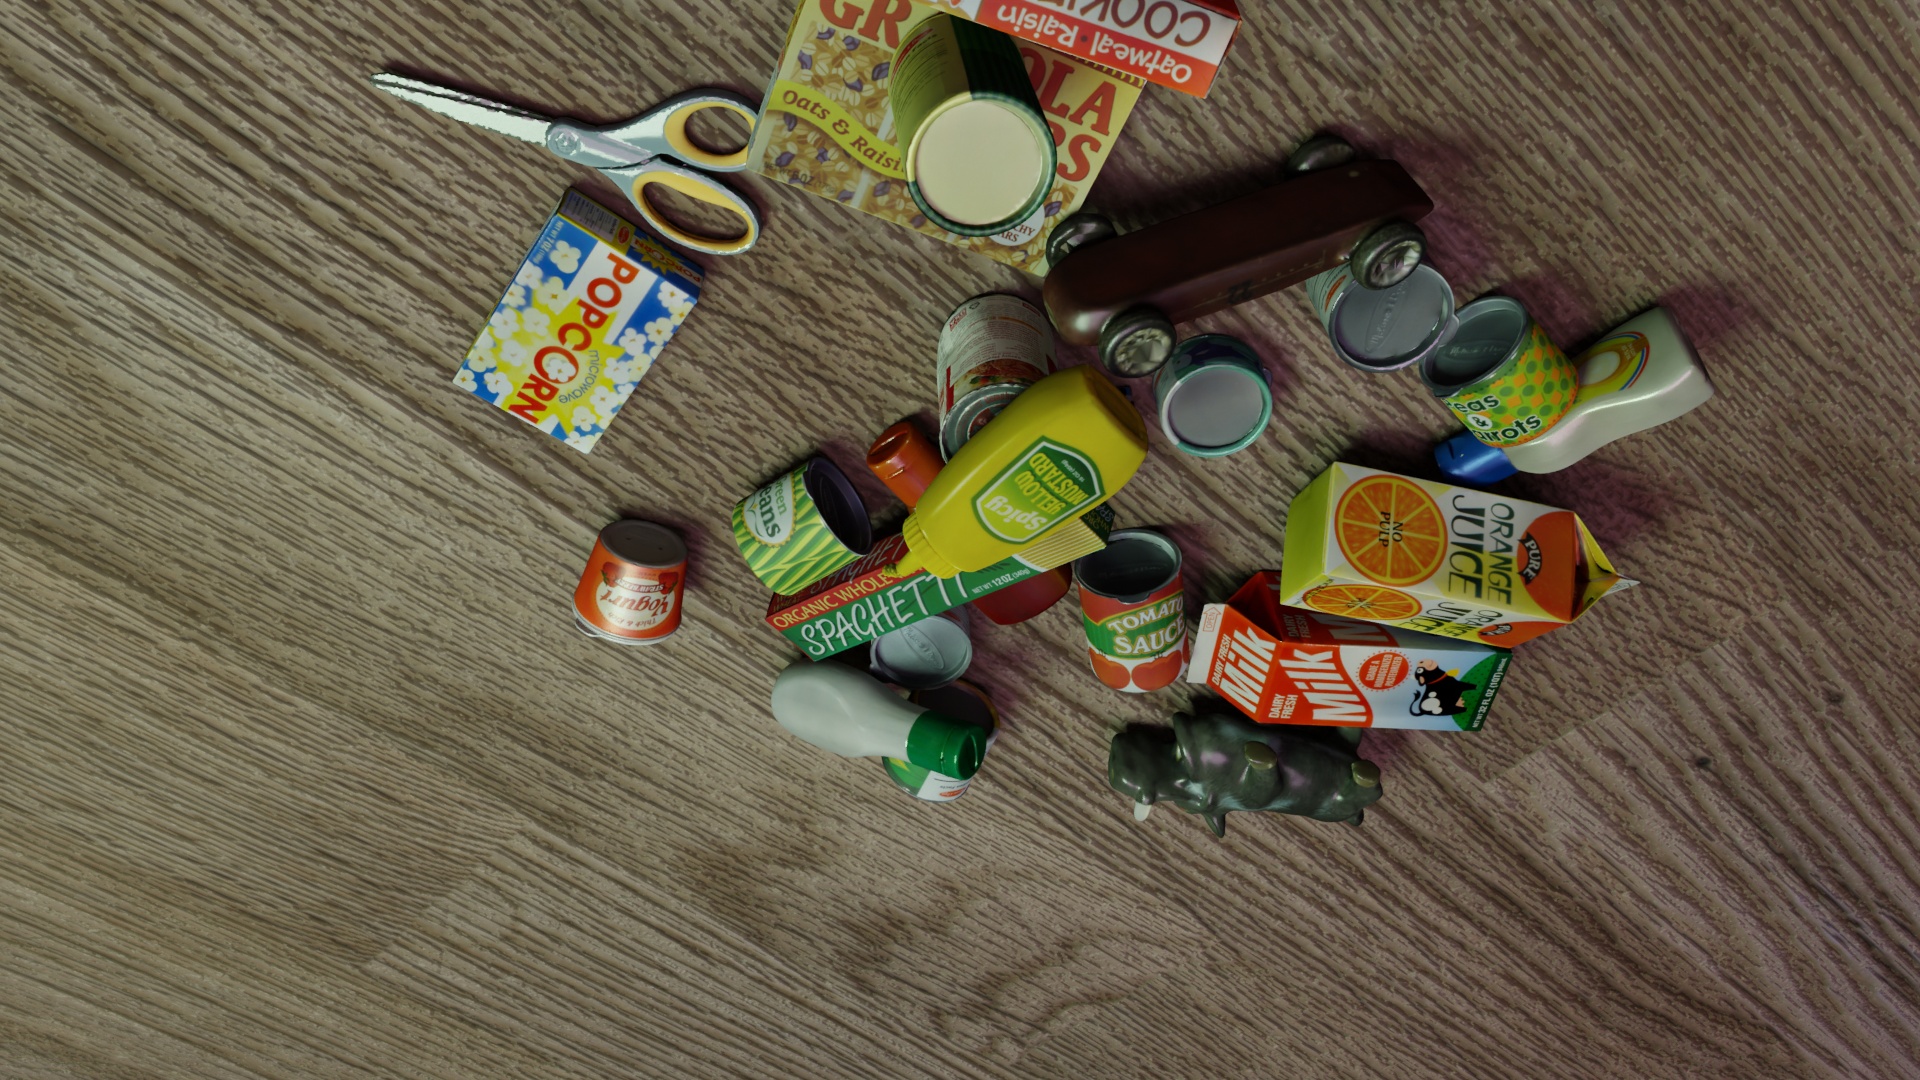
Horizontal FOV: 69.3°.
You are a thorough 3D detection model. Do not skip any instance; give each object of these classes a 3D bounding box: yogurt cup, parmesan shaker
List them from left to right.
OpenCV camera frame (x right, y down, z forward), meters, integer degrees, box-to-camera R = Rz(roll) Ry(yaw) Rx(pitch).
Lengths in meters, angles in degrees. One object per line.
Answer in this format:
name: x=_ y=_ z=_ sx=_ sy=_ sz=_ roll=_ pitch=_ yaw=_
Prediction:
yogurt cup: x=-0.200 y=0.023 z=0.856 sx=0.072 sy=0.073 sz=0.053 roll=14 pitch=118 yaw=-13
parmesan shaker: x=0.002 y=-0.184 z=0.621 sx=0.071 sy=0.103 sz=0.071 roll=-4 pitch=128 yaw=-5

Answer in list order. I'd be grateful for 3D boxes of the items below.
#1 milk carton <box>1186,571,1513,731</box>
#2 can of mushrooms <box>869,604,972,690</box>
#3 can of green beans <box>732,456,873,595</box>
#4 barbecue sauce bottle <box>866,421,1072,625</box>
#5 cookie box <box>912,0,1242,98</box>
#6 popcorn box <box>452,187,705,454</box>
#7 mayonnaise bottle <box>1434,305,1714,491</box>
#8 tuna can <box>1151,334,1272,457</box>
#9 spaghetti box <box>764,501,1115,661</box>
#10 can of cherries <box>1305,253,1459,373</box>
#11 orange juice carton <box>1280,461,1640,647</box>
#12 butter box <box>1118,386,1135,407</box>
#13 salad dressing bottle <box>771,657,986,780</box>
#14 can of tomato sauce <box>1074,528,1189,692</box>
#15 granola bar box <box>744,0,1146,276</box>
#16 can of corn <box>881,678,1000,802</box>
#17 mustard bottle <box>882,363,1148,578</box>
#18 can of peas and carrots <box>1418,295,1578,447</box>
milk carton: x=0.246 y=0.071 z=0.902 sx=0.191 sy=0.074 sz=0.072 roll=3 pitch=127 yaw=-4
can of mushrooms: x=-0.028 y=0.064 z=0.912 sx=0.071 sy=0.034 sz=0.070 roll=-1 pitch=128 yaw=-2
can of green beans: x=-0.094 y=-0.008 z=0.833 sx=0.057 sy=0.071 sz=0.071 roll=-28 pitch=123 yaw=19
barbecue sauce bottle: x=0.003 y=-0.011 z=0.849 sx=0.064 sy=0.044 sz=0.148 roll=-29 pitch=123 yaw=26
cookie box: x=0.032 y=-0.258 z=0.610 sx=0.167 sy=0.123 sz=0.040 roll=14 pitch=126 yaw=-13
popcorn box: x=-0.209 y=-0.118 z=0.762 sx=0.085 sy=0.038 sz=0.126 roll=30 pitch=121 yaw=-23
mayonnaise bottle: x=0.350 y=-0.074 z=0.803 sx=0.147 sy=0.065 sz=0.041 roll=-31 pitch=127 yaw=31
tuna can: x=0.149 y=-0.083 z=0.806 sx=0.071 sy=0.033 sz=0.070 roll=-1 pitch=128 yaw=-1
spaghetti box: x=-0.021 y=0.018 z=0.831 sx=0.249 sy=0.029 sz=0.050 roll=-23 pitch=124 yaw=38
can of cherries: x=0.229 y=-0.133 z=0.755 sx=0.071 sy=0.059 sz=0.071 roll=-1 pitch=126 yaw=-2
orange juice carton: x=0.299 y=0.015 z=0.836 sx=0.193 sy=0.073 sz=0.071 roll=11 pitch=161 yaw=-5
butter box: x=0.051 y=-0.063 z=0.805 sx=0.103 sy=0.053 sz=0.024 roll=-5 pitch=126 yaw=2
salad dressing bottle: x=-0.053 y=0.117 z=0.898 sx=0.148 sy=0.044 sz=0.064 roll=14 pitch=127 yaw=31
can of tomato sauce: x=0.111 y=0.046 z=0.880 sx=0.071 sy=0.071 sz=0.082 roll=-9 pitch=128 yaw=5
granola bar box: x=-0.008 y=-0.216 z=0.687 sx=0.165 sy=0.039 sz=0.123 roll=16 pitch=124 yaw=-19
can of corn: x=-0.015 y=0.133 z=0.946 sx=0.071 sy=0.071 sz=0.058 roll=17 pitch=124 yaw=-15
mustard bottle: x=0.019 y=-0.022 z=0.706 sx=0.159 sy=0.049 sz=0.065 roll=-38 pitch=118 yaw=24
can of peas and carrots: x=0.302 y=-0.092 z=0.782 sx=0.058 sy=0.071 sz=0.070 roll=38 pitch=118 yaw=-27
